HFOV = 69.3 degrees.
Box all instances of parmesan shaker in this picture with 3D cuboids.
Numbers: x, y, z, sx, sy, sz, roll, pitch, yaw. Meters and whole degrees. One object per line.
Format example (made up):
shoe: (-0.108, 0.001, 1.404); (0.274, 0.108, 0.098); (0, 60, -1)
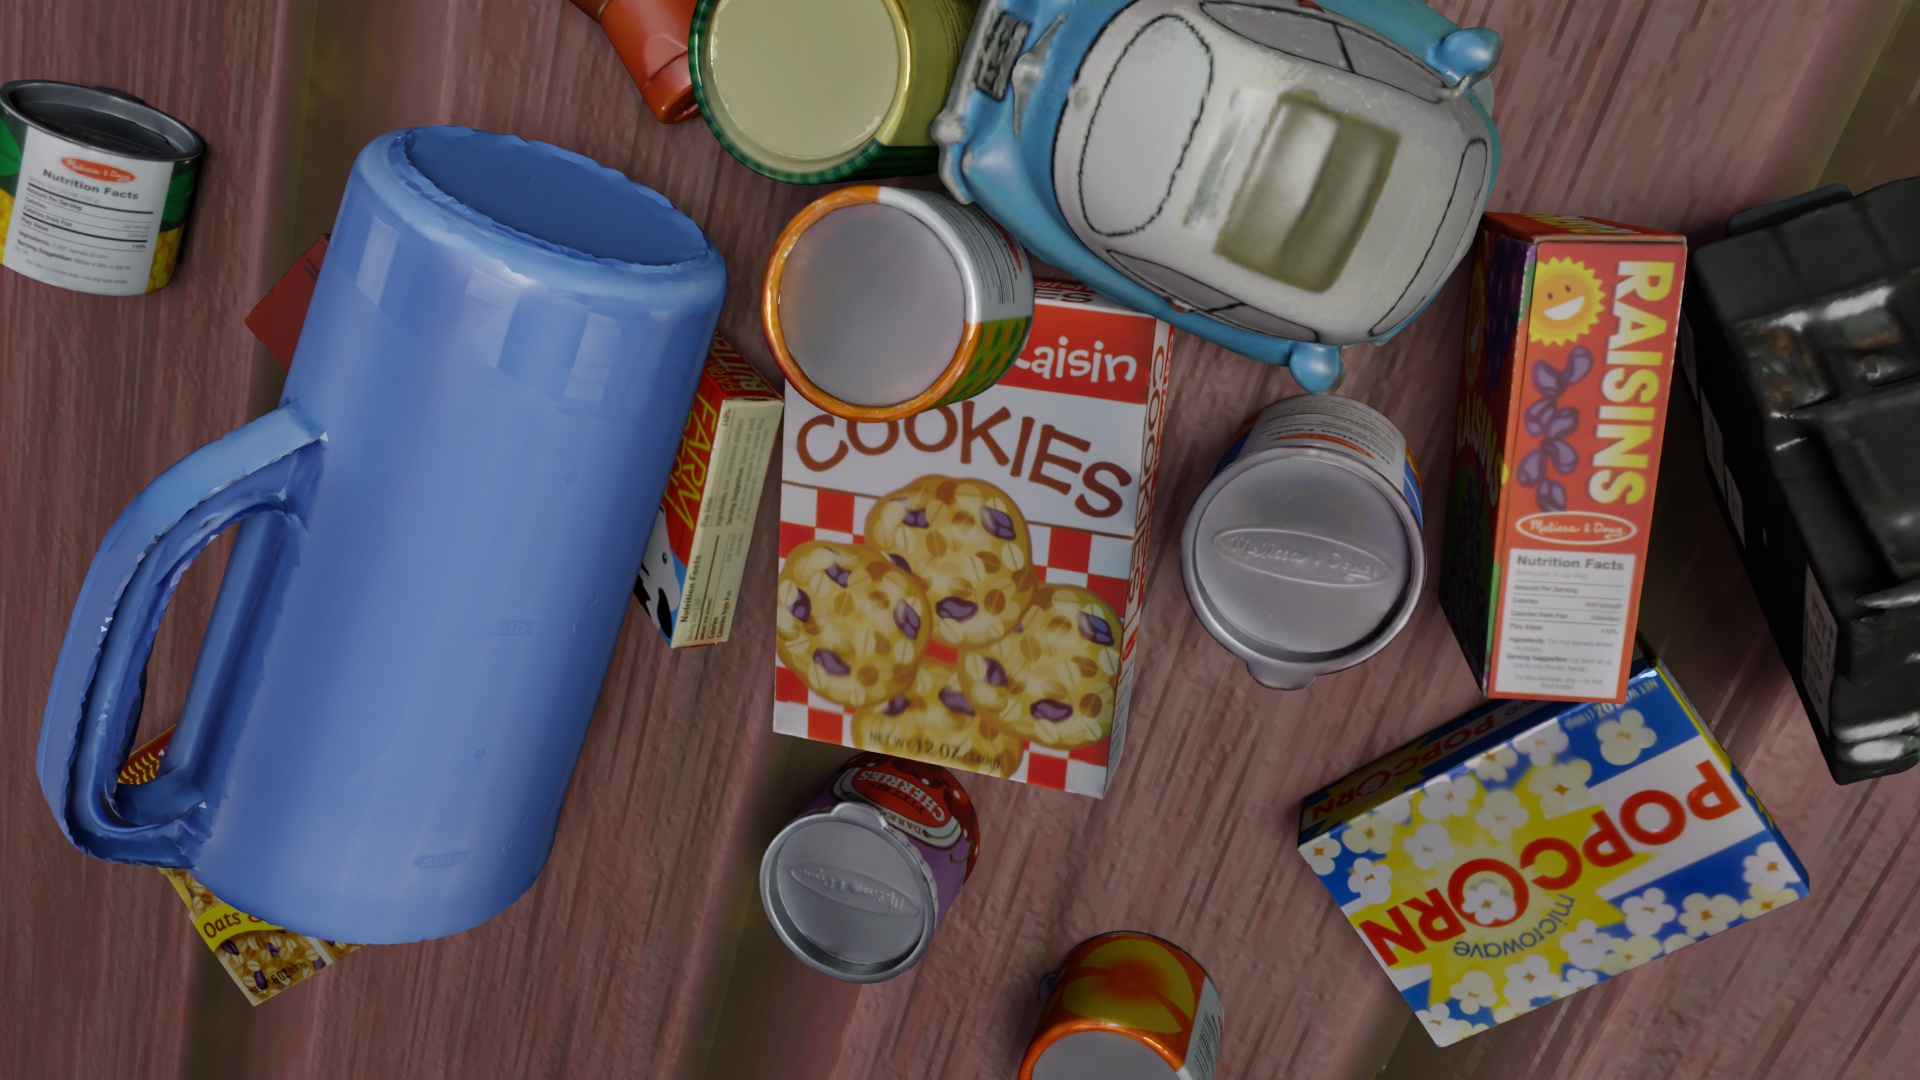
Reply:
parmesan shaker: (-0.029, -0.143, 0.410); (0.071, 0.103, 0.071); (5, 107, 16)

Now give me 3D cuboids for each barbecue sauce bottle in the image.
barbecue sauce bottle: (-0.122, -0.210, 0.453); (0.064, 0.044, 0.148); (-29, 95, 20)

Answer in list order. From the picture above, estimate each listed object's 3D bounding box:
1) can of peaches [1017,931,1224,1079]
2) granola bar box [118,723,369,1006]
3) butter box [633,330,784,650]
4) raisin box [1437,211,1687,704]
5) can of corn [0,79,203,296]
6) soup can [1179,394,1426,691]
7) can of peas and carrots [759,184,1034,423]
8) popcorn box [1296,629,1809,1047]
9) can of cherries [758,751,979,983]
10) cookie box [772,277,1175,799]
can of peaches: (0.056, 0.186, 0.501); (0.071, 0.058, 0.071); (5, 107, 16)
granola bar box: (-0.275, 0.114, 0.595); (0.165, 0.039, 0.124); (-30, 94, 22)
butter box: (-0.093, -0.018, 0.489); (0.053, 0.024, 0.103); (45, 129, 40)
raisin box: (0.164, -0.027, 0.391); (0.040, 0.086, 0.123); (3, 107, 11)
can of corn: (-0.331, -0.135, 0.530); (0.071, 0.071, 0.058); (30, 113, 7)
soup can: (0.104, -0.003, 0.419); (0.071, 0.084, 0.071); (5, 107, 17)
can of peas and carrots: (-0.019, -0.068, 0.407); (0.071, 0.059, 0.070); (4, 102, 17)
popcorn box: (0.185, 0.097, 0.446); (0.126, 0.038, 0.085); (-34, 94, 23)
can of cherries: (-0.030, 0.115, 0.509); (0.071, 0.058, 0.071); (5, 107, 17)
cookie box: (0.002, -0.006, 0.474); (0.123, 0.040, 0.166); (9, 109, 15)
